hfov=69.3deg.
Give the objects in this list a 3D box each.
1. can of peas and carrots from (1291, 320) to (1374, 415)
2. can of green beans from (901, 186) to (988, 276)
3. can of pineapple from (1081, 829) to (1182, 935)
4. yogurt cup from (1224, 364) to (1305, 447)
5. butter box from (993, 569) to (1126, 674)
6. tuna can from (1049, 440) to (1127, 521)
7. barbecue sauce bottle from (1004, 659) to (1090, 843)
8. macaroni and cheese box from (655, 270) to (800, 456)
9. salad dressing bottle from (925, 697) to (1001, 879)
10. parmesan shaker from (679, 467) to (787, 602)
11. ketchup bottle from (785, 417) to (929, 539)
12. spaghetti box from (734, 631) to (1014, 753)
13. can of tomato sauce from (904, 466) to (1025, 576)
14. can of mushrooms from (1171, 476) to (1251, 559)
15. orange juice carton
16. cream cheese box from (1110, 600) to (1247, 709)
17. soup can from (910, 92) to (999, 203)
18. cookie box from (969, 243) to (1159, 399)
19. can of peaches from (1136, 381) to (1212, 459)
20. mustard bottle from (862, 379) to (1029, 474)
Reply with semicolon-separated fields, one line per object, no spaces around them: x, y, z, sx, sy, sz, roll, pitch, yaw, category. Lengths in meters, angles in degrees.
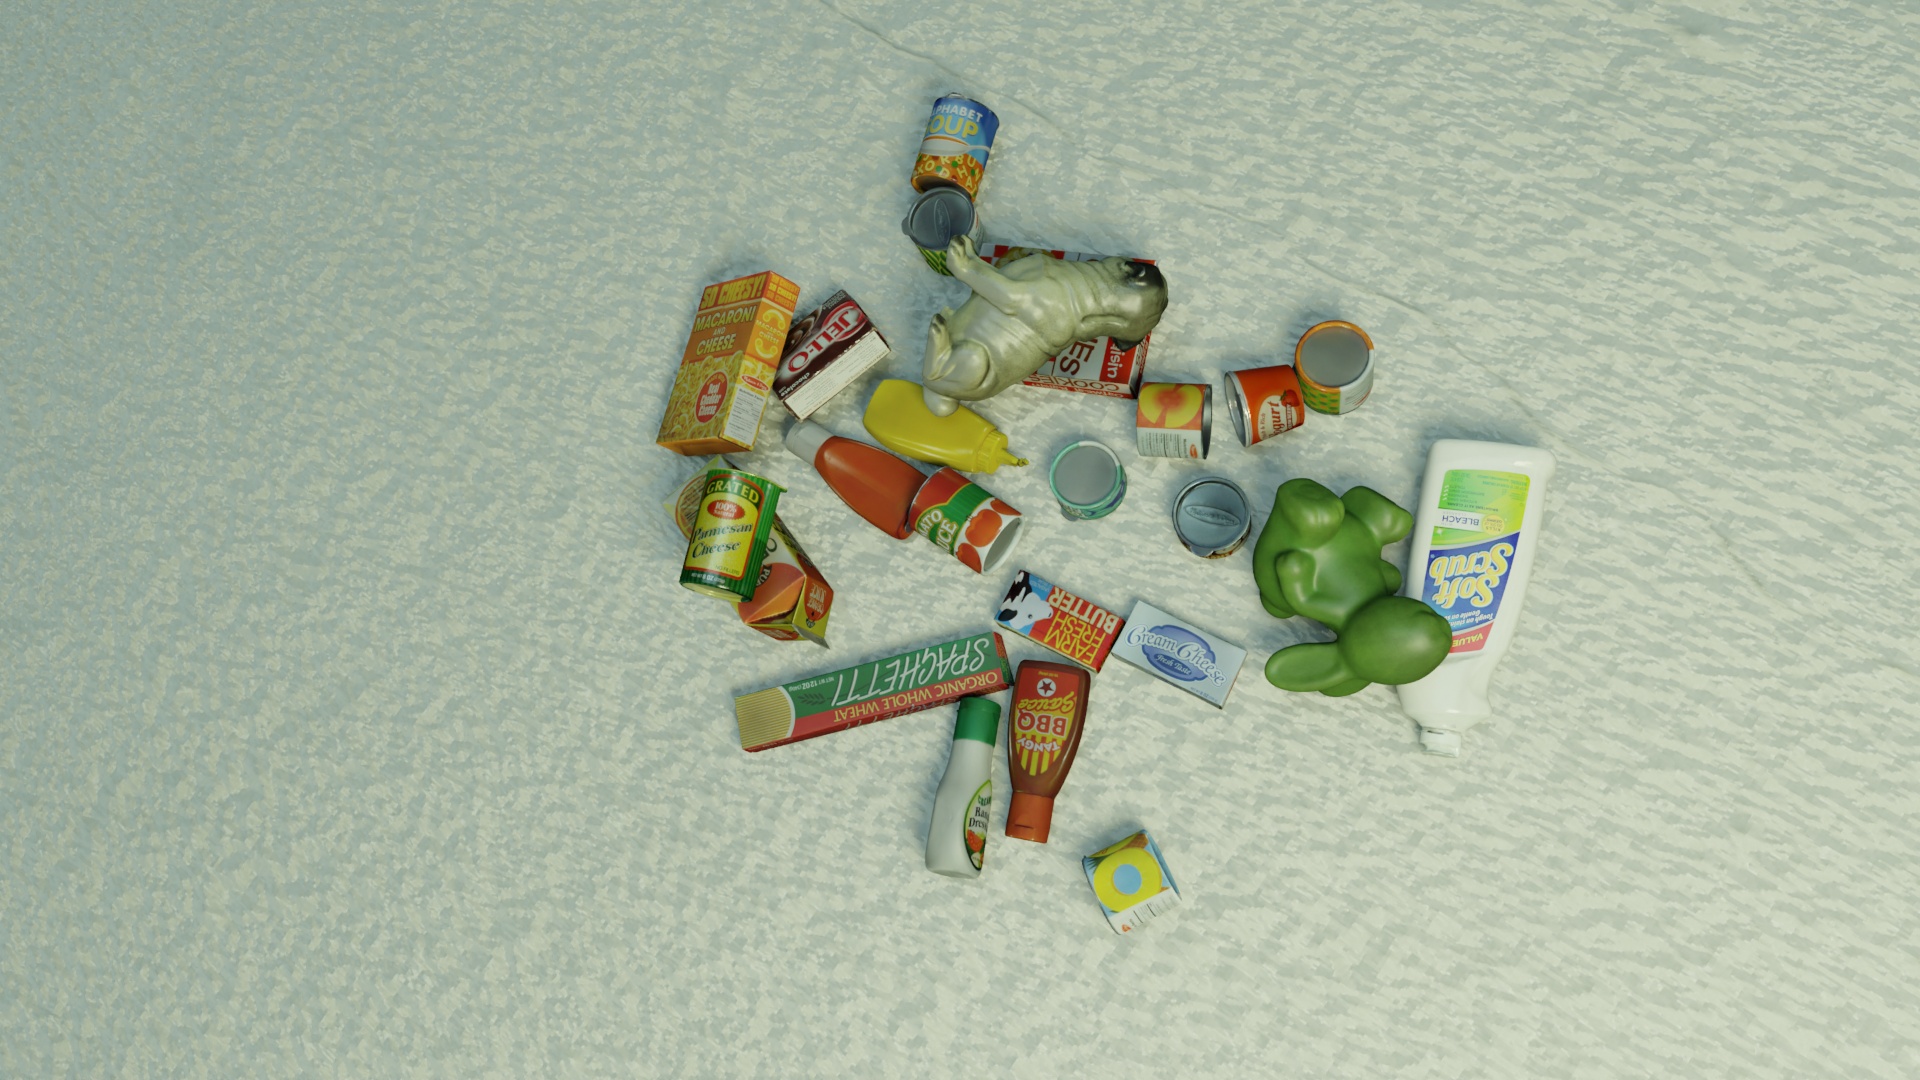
0.317;-0.149;1.188;0.071;0.058;0.071;-4;74;13;can of peas and carrots
-0.012;-0.292;1.315;0.071;0.057;0.071;-4;74;14;can of green beans
0.137;0.271;1.113;0.058;0.071;0.071;-28;70;6;can of pineapple
0.262;-0.119;1.192;0.054;0.072;0.072;-14;72;2;yogurt cup
0.086;0.070;1.205;0.103;0.024;0.053;25;83;20;butter box
0.111;-0.052;1.228;0.071;0.032;0.071;-4;73;14;tuna can
0.068;0.178;1.169;0.065;0.043;0.149;7;77;15;barbecue sauce bottle
-0.220;-0.165;1.314;0.123;0.040;0.167;1;71;50;macaroni and cheese box
0.005;0.207;1.171;0.044;0.064;0.148;0;67;25;salad dressing bottle
-0.196;-0.003;1.200;0.071;0.071;0.103;8;77;17;parmesan shaker
-0.095;-0.063;1.280;0.149;0.043;0.065;33;84;21;ketchup bottle
-0.078;0.134;1.228;0.250;0.028;0.050;-15;72;10;spaghetti box
0.004;-0.015;1.228;0.083;0.071;0.071;33;85;20;can of tomato sauce
0.215;-0.017;1.191;0.071;0.033;0.071;-4;74;13;can of mushrooms
-0.183;0.021;1.264;0.073;0.071;0.193;-39;69;2;orange juice carton
0.185;0.096;1.172;0.104;0.024;0.053;25;81;19;cream cheese box
-0.007;-0.373;1.329;0.071;0.071;0.084;13;79;18;soup can
0.090;-0.202;1.273;0.167;0.040;0.123;9;78;18;cookie box
0.186;-0.106;1.207;0.058;0.071;0.071;3;76;16;can of peaches
-0.009;-0.095;1.264;0.160;0.048;0.065;24;82;19;mustard bottle
